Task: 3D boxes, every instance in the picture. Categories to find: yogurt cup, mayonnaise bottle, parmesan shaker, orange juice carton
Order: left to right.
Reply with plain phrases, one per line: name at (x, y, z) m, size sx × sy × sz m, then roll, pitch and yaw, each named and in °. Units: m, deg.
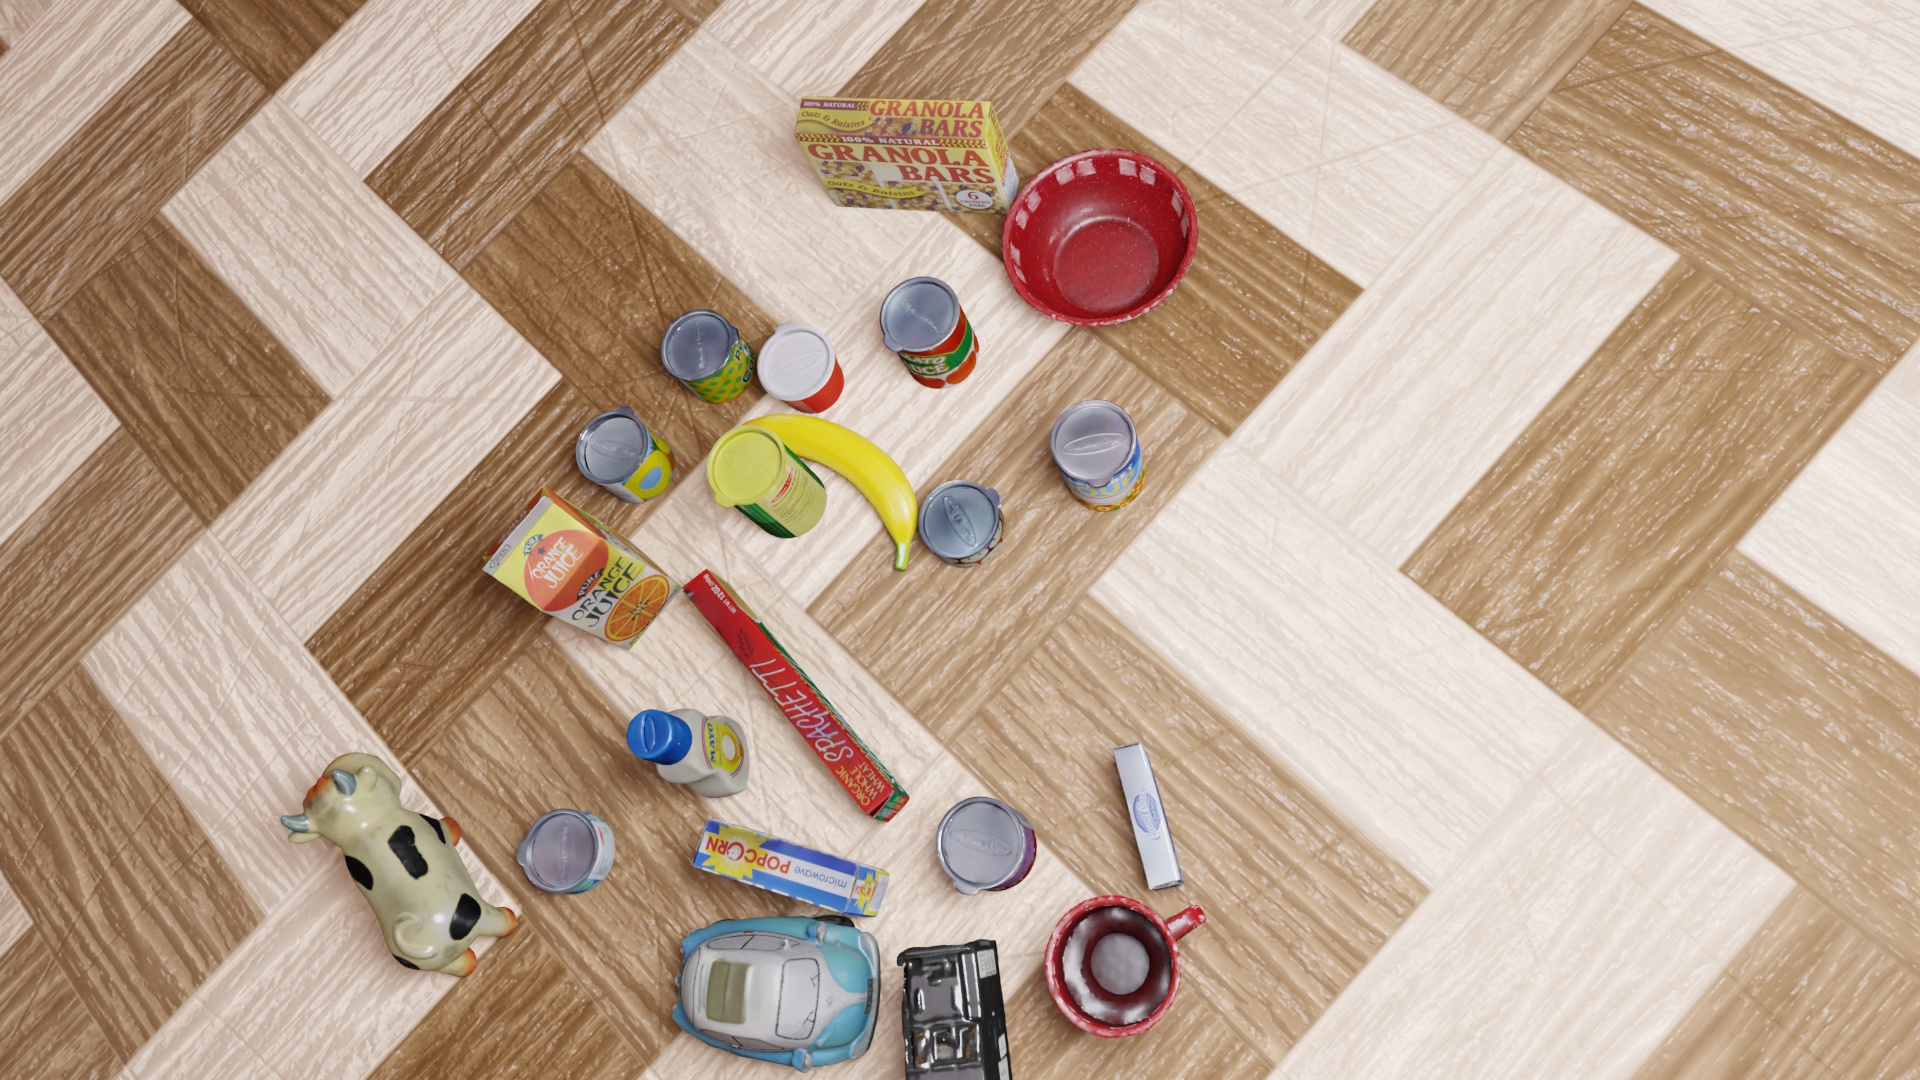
orange juice carton at (-0.304, 0.020, 1.099) m, size 0.073 × 0.192 × 0.072 m, roll 38°, pitch 85°, yaw 20°
mayonnaise bottle at (-0.205, 0.158, 1.058) m, size 0.041 × 0.148 × 0.065 m, roll -12°, pitch 72°, yaw 10°
parmesan shaker at (-0.158, -0.044, 1.132) m, size 0.071 × 0.103 × 0.071 m, roll -4°, pitch 73°, yaw 12°
yogurt cup at (-0.132, -0.142, 1.182) m, size 0.072 × 0.054 × 0.072 m, roll -4°, pitch 73°, yaw 12°

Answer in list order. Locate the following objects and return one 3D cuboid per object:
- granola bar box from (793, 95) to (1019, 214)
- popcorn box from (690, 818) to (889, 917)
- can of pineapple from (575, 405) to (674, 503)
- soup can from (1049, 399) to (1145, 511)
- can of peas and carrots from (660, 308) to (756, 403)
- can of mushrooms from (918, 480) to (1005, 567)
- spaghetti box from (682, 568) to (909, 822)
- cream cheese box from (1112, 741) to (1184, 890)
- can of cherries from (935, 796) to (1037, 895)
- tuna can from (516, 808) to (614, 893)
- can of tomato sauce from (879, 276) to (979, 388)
granola bar box at (-0.042, -0.327, 1.180) m, size 0.165 × 0.124 × 0.039 m, roll 6°, pitch 76°, yaw 15°
popcorn box at (-0.126, 0.247, 1.046) m, size 0.127 × 0.085 × 0.038 m, roll 13°, pitch 77°, yaw 16°
can of pineapple at (-0.286, -0.072, 1.195) m, size 0.071 × 0.057 × 0.071 m, roll -4°, pitch 73°, yaw 12°
soup can at (0.109, -0.062, 1.086) m, size 0.071 × 0.083 × 0.071 m, roll -4°, pitch 73°, yaw 12°
can of peas and carrots at (-0.215, -0.159, 1.204) m, size 0.071 × 0.058 × 0.071 m, roll -4°, pitch 73°, yaw 12°
can of mushrooms at (0.004, -0.014, 1.123) m, size 0.071 × 0.033 × 0.071 m, roll -4°, pitch 73°, yaw 12°
spaghetti box at (-0.132, 0.121, 1.104) m, size 0.029 × 0.050 × 0.250 m, roll -43°, pitch 69°, yaw -2°
cream cheese box at (0.138, 0.202, 1.015) m, size 0.024 × 0.053 × 0.104 m, roll -17°, pitch 71°, yaw 8°
can of cherries at (0.019, 0.229, 1.032) m, size 0.071 × 0.058 × 0.071 m, roll -4°, pitch 73°, yaw 12°
tuna can at (-0.317, 0.251, 1.117) m, size 0.071 × 0.032 × 0.071 m, roll -4°, pitch 73°, yaw 12°
can of tomato sauce at (-0.025, -0.169, 1.150) m, size 0.071 × 0.083 × 0.071 m, roll -4°, pitch 73°, yaw 12°
